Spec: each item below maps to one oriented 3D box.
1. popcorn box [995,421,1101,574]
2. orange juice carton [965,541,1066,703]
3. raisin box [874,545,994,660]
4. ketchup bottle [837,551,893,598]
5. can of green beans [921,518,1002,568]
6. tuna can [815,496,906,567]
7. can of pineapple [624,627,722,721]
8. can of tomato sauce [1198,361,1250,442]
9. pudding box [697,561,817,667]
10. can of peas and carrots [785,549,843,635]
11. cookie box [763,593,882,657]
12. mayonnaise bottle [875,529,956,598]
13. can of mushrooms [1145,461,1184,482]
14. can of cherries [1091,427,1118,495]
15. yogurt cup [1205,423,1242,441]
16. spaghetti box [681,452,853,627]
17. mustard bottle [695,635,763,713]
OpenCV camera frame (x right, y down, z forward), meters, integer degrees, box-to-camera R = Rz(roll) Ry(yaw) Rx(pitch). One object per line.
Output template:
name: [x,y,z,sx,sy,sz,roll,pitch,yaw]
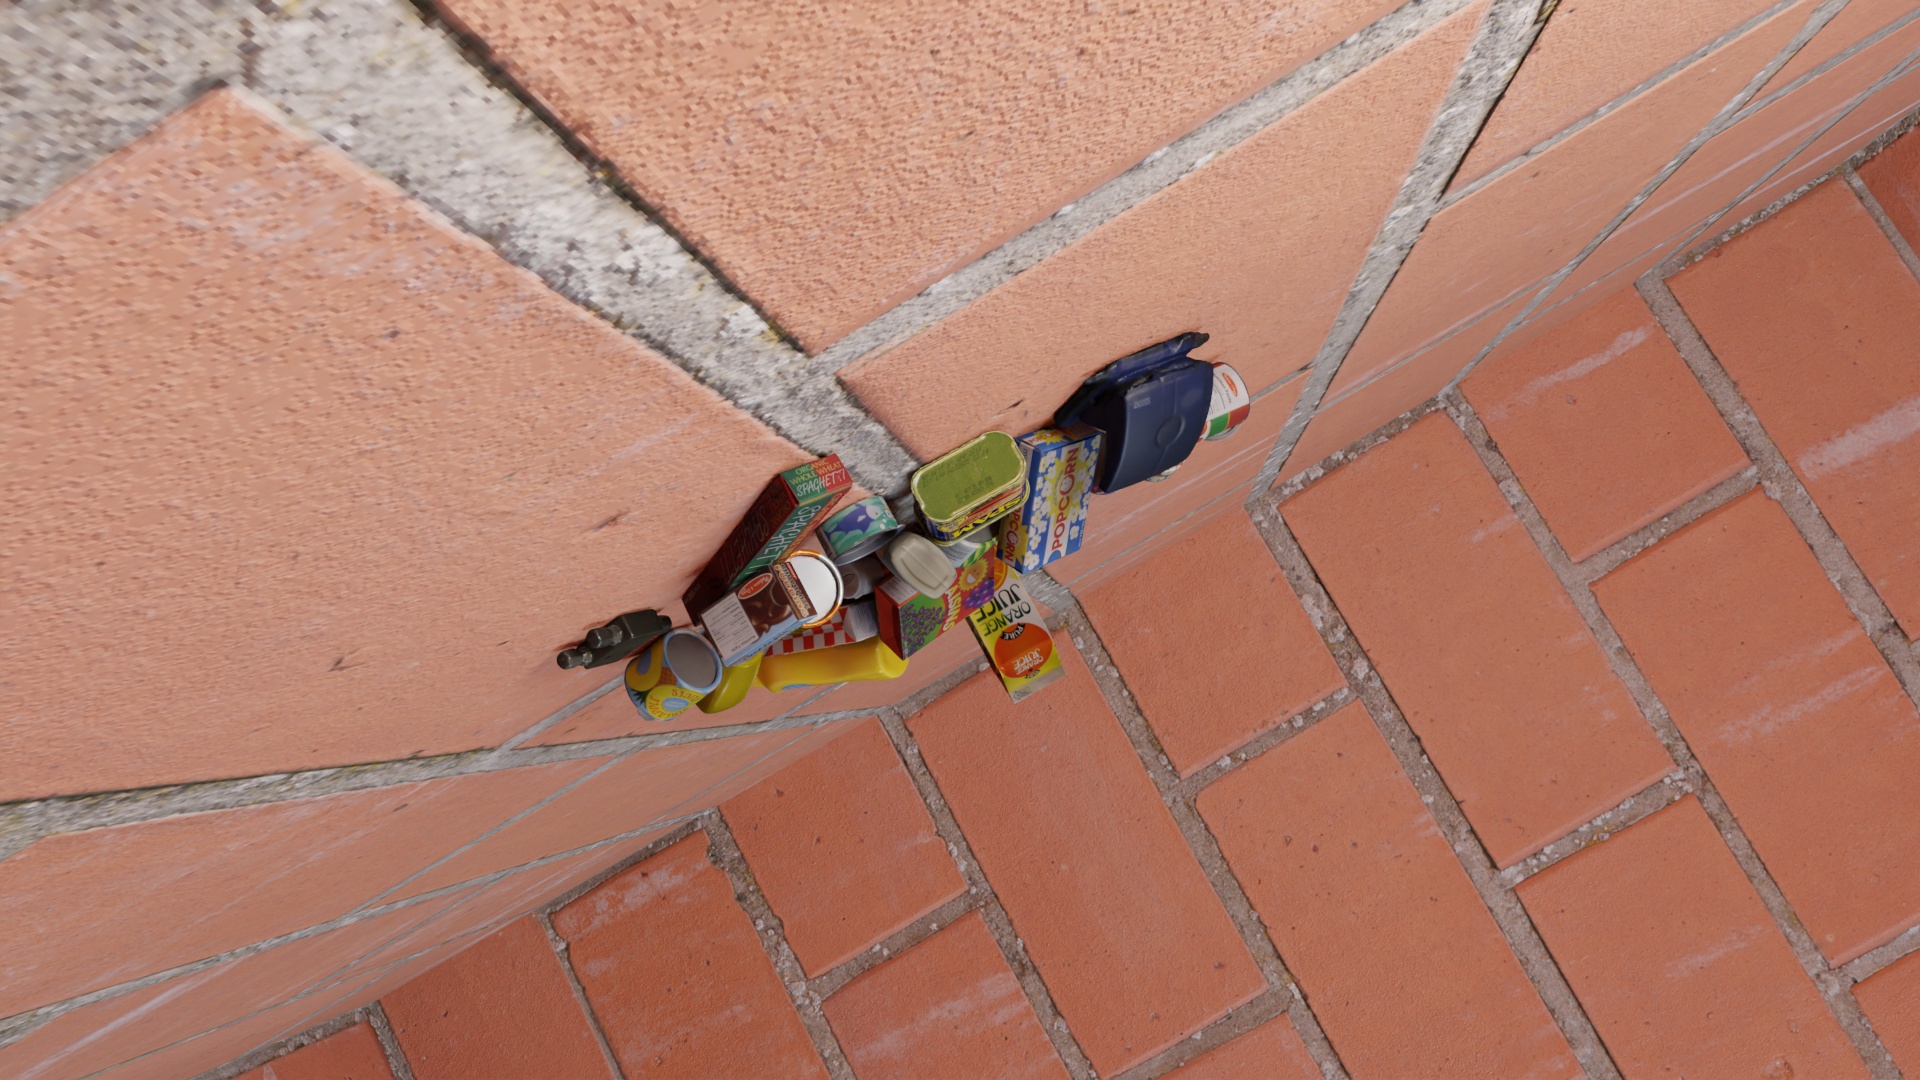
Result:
popcorn box: [0.081,-0.042,1.276,0.085,0.038,0.126,-22,129,-43]
orange juice carton: [0.046,0.087,1.602,0.072,0.193,0.073,-28,170,-6]
raisin box: [-0.023,0.050,1.358,0.124,0.040,0.085,-34,144,-27]
ketchup bottle: [-0.069,0.027,1.384,0.064,0.043,0.149,-30,172,34]
can of green beans: [0.004,-0.015,1.307,0.071,0.071,0.057,-25,169,-27]
tuna can: [-0.084,-0.009,1.168,0.071,0.033,0.071,-29,171,-5]
can of pineapple: [-0.255,0.120,1.234,0.057,0.071,0.071,-36,169,30]
can of tomato sauce: [0.234,-0.131,1.379,0.083,0.071,0.071,-25,170,-23]
pudding box: [-0.155,0.057,1.063,0.083,0.050,0.030,-33,171,26]
can of peas and carrots: [-0.139,0.045,1.155,0.071,0.071,0.058,-25,-179,-24]
cookie box: [-0.110,0.077,1.439,0.123,0.040,0.168,-12,-178,33]
mayonnaise bottle: [-0.047,0.015,1.254,0.041,0.064,0.148,-48,-166,-4]
can of mushrooms: [0.206,-0.097,1.485,0.071,0.071,0.033,-26,170,-19]
can of cherries: [0.133,-0.076,1.364,0.071,0.071,0.058,-32,171,14]
yogurt cup: [0.265,-0.139,1.453,0.072,0.072,0.054,-32,179,14]
spaghetti box: [-0.150,0.005,1.046,0.050,0.029,0.249,-23,169,-34]
mustard bottle: [-0.221,0.114,1.333,0.049,0.065,0.159,-18,163,-34]
